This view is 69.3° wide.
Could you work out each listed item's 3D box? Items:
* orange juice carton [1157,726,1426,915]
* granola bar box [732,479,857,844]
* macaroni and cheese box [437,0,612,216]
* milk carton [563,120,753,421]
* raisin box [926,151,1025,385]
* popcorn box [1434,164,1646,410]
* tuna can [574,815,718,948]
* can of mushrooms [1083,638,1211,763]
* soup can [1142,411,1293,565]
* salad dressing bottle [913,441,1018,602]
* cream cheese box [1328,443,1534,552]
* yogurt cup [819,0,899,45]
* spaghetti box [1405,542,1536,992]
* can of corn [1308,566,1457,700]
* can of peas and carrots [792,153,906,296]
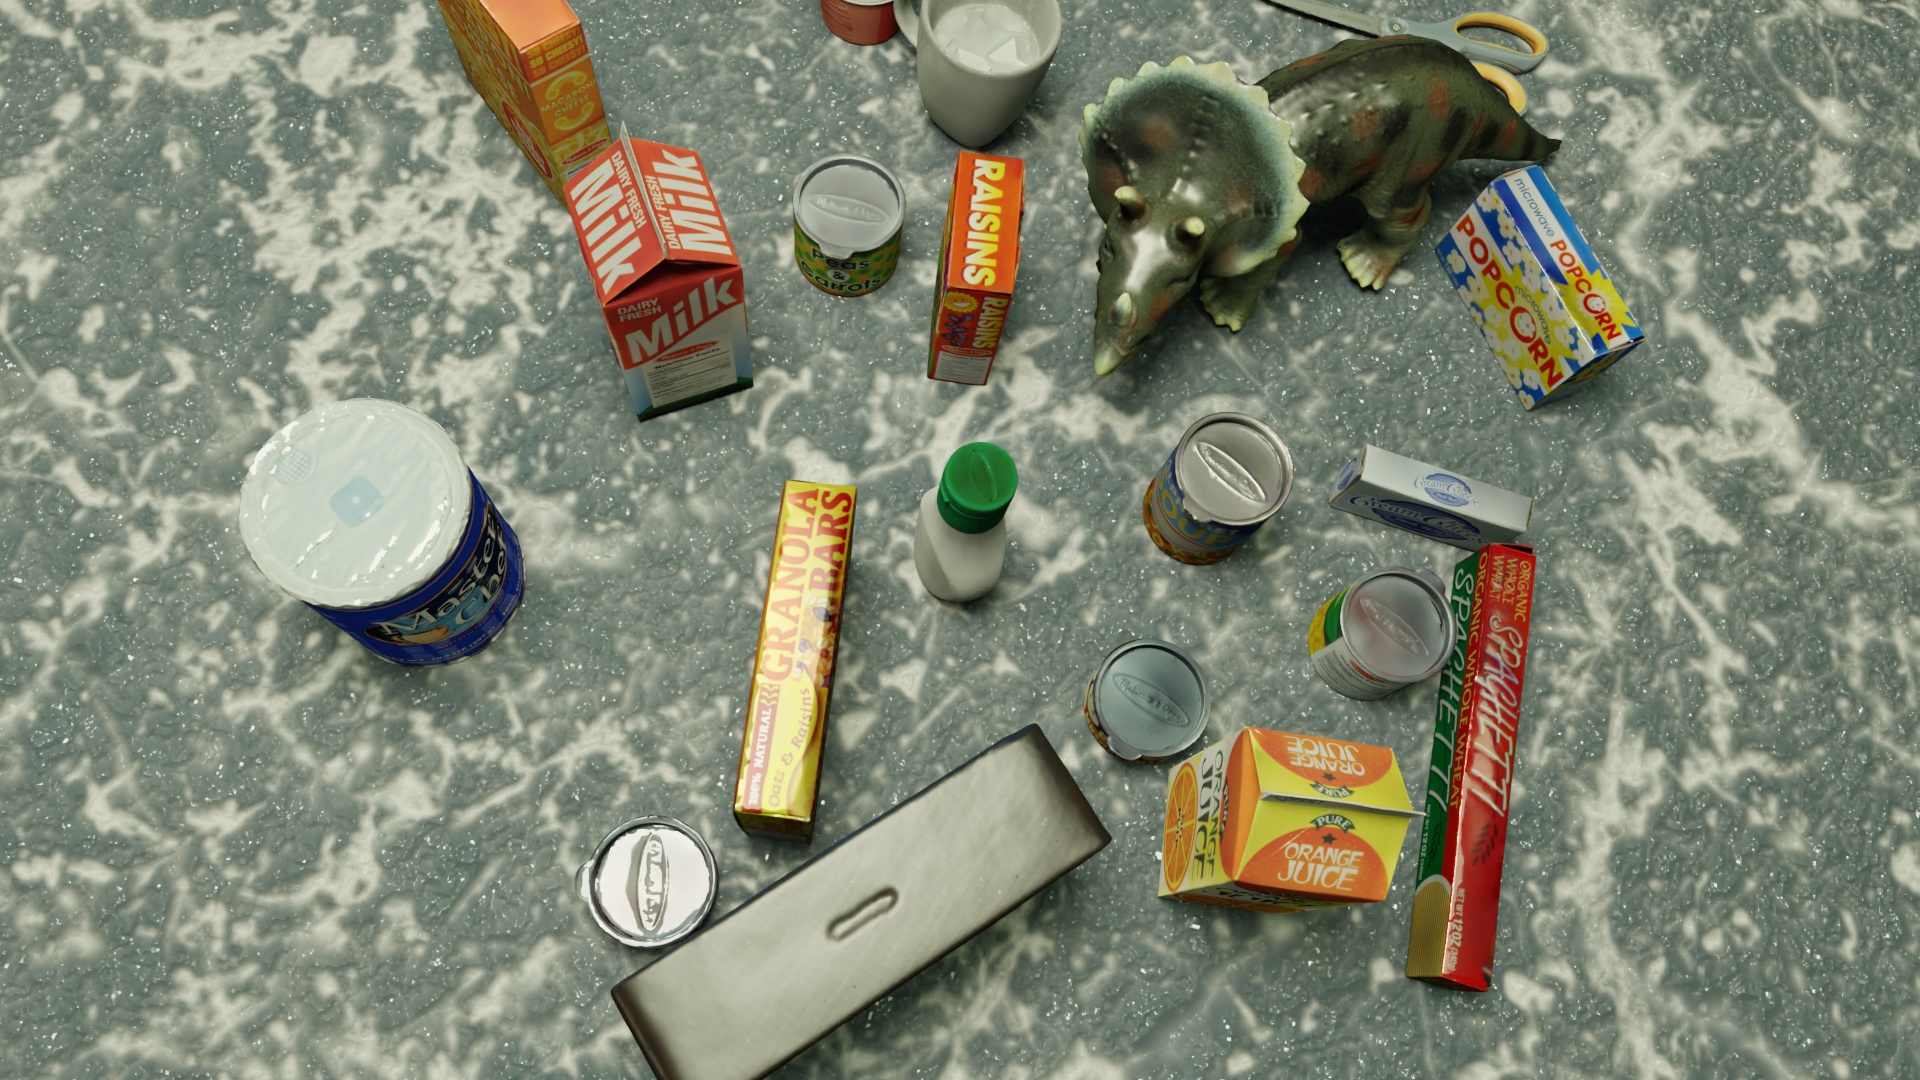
[{"bbox_3d":[0.156,0.140,0.683,0.072,0.192,0.073,9,72,-3],"label":"orange juice carton"},{"bbox_3d":[-0.084,0.066,0.717,0.039,0.124,0.166,8,72,-4],"label":"granola bar box"},{"bbox_3d":[-0.250,-0.277,0.786,0.040,0.166,0.124,-35,79,-15],"label":"macaroni and cheese box"},{"bbox_3d":[-0.159,-0.140,0.740,0.073,0.190,0.072,-19,76,-11],"label":"milk carton"},{"bbox_3d":[0.008,-0.152,0.797,0.040,0.123,0.086,7,72,-4],"label":"raisin box"},{"bbox_3d":[0.353,-0.154,0.856,0.038,0.085,0.127,-22,76,-12],"label":"popcorn box"},{"bbox_3d":[-0.161,0.178,0.720,0.071,0.032,0.071,2,72,-6],"label":"tuna can"},{"bbox_3d":[0.102,0.092,0.776,0.071,0.033,0.071,2,72,-6],"label":"can of mushrooms"},{"bbox_3d":[0.143,-0.026,0.792,0.071,0.083,0.071,2,72,-6],"label":"soup can"},{"bbox_3d":[0.003,-0.009,0.738,0.044,0.147,0.064,-16,75,-11],"label":"salad dressing bottle"},{"bbox_3d":[0.277,-0.023,0.822,0.104,0.053,0.024,18,72,0],"label":"cream cheese box"},{"bbox_3d":[-0.062,-0.357,0.892,0.072,0.053,0.072,2,72,-6],"label":"yogurt cup"},{"bbox_3d":[0.287,0.122,0.778,0.029,0.050,0.251,14,71,-2],"label":"spaghetti box"},{"bbox_3d":[0.240,0.052,0.791,0.071,0.058,0.071,2,72,-6],"label":"can of corn"},{"bbox_3d":[-0.068,-0.186,0.834,0.071,0.058,0.071,2,72,-6],"label":"can of peas and carrots"}]
